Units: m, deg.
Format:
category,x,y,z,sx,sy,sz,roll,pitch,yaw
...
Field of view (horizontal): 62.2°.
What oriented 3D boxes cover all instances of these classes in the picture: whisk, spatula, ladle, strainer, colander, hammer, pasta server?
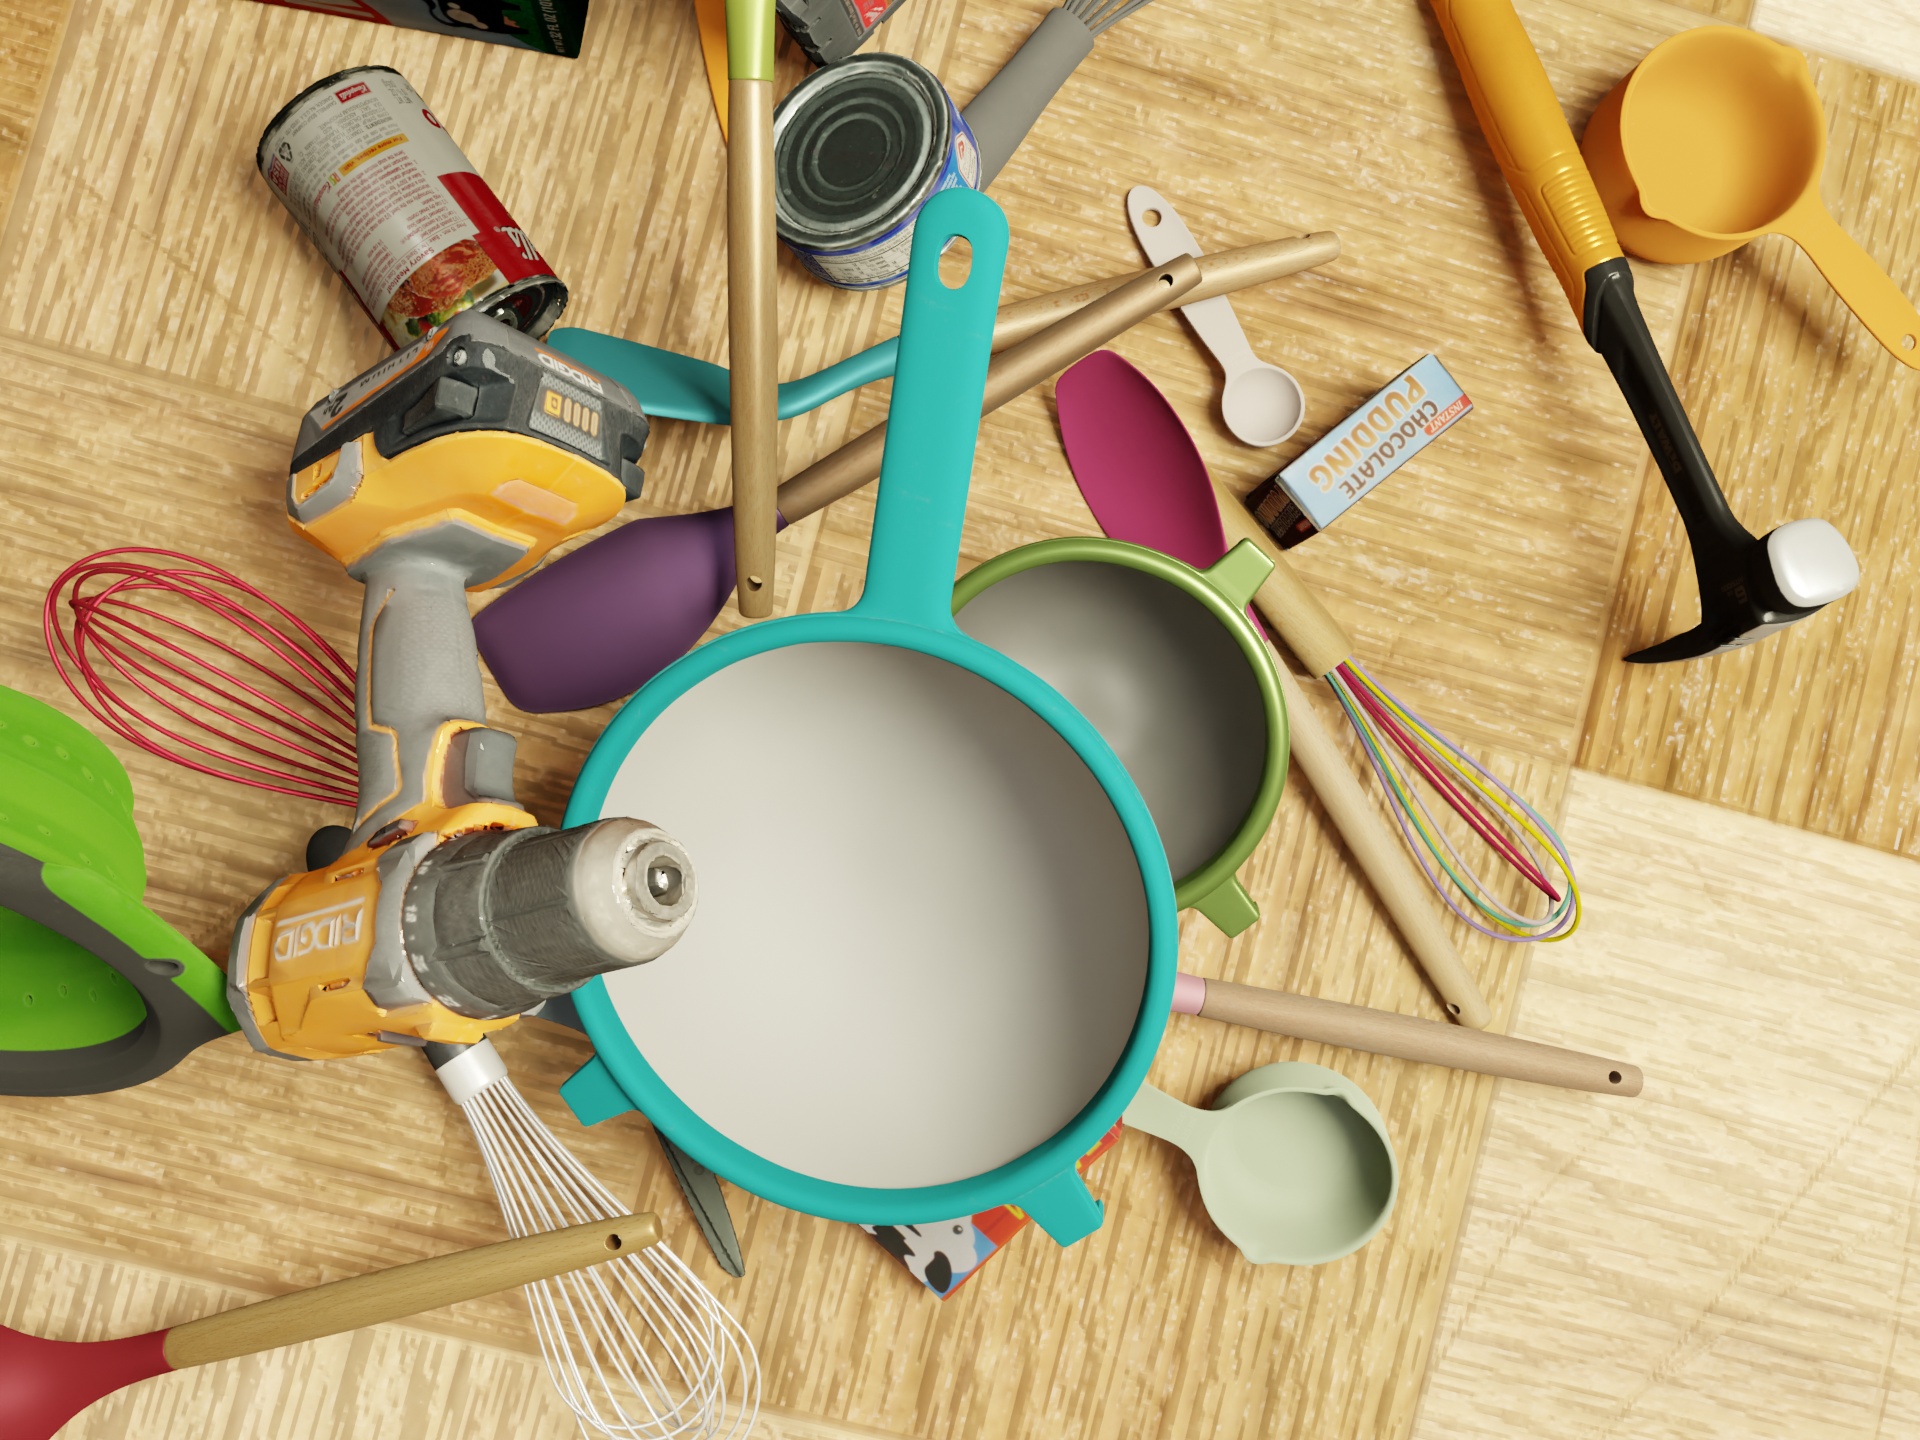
category,x,y,z,sx,sy,sz,roll,pitch,yaw
whisk,-0.167,0.160,0.603,0.070,0.070,0.284,-32,87,-6
spatula,0.000,-0.160,0.624,0.317,0.082,0.044,-16,123,-7
whisk,-0.205,0.027,0.603,0.295,0.073,0.073,32,85,-11
whisk,0.047,-0.277,0.642,0.055,0.055,0.239,40,89,-3
ladle,-0.257,0.220,0.571,0.315,0.031,0.069,-16,87,5
spatula,-0.047,-0.093,0.616,0.316,0.018,0.060,-30,94,5
strainer,-0.017,-0.001,0.544,0.211,0.095,0.340,11,103,9
strainer,-0.001,-0.002,0.626,0.256,0.069,0.151,2,105,12
colander,-0.436,0.051,0.557,0.397,0.204,0.095,-3,54,10
ladle,-0.072,-0.187,0.534,0.078,0.062,0.320,2,109,0
whisk,0.169,-0.008,0.646,0.051,0.047,0.245,-39,89,-4
hammer,0.250,-0.186,0.644,0.034,0.127,0.337,-18,80,-4
pasta server,0.120,0.114,0.638,0.316,0.040,0.060,12,87,-6

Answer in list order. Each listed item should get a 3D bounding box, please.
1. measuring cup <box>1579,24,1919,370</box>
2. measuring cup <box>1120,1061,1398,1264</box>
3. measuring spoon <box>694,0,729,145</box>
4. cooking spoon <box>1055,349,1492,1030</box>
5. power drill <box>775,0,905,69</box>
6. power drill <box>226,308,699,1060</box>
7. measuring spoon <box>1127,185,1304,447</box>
category,x,y,z,sx,sy,sz,roll,pitch,yaw
measuring cup,0.333,-0.205,0.665,0.173,0.052,0.095,45,85,-5
measuring cup,0.091,0.154,0.634,0.167,0.038,0.083,24,106,5
measuring spoon,-0.093,-0.266,0.643,0.021,0.011,0.117,-16,90,-6
cooking spoon,0.131,-0.008,0.643,0.017,0.069,0.319,-36,97,-34
power drill,-0.102,-0.356,0.588,0.078,0.143,0.219,-42,98,10
power drill,-0.152,-0.012,0.505,0.185,0.084,0.226,-16,65,36
measuring spoon,0.102,-0.167,0.661,0.034,0.018,0.124,-28,84,-4
